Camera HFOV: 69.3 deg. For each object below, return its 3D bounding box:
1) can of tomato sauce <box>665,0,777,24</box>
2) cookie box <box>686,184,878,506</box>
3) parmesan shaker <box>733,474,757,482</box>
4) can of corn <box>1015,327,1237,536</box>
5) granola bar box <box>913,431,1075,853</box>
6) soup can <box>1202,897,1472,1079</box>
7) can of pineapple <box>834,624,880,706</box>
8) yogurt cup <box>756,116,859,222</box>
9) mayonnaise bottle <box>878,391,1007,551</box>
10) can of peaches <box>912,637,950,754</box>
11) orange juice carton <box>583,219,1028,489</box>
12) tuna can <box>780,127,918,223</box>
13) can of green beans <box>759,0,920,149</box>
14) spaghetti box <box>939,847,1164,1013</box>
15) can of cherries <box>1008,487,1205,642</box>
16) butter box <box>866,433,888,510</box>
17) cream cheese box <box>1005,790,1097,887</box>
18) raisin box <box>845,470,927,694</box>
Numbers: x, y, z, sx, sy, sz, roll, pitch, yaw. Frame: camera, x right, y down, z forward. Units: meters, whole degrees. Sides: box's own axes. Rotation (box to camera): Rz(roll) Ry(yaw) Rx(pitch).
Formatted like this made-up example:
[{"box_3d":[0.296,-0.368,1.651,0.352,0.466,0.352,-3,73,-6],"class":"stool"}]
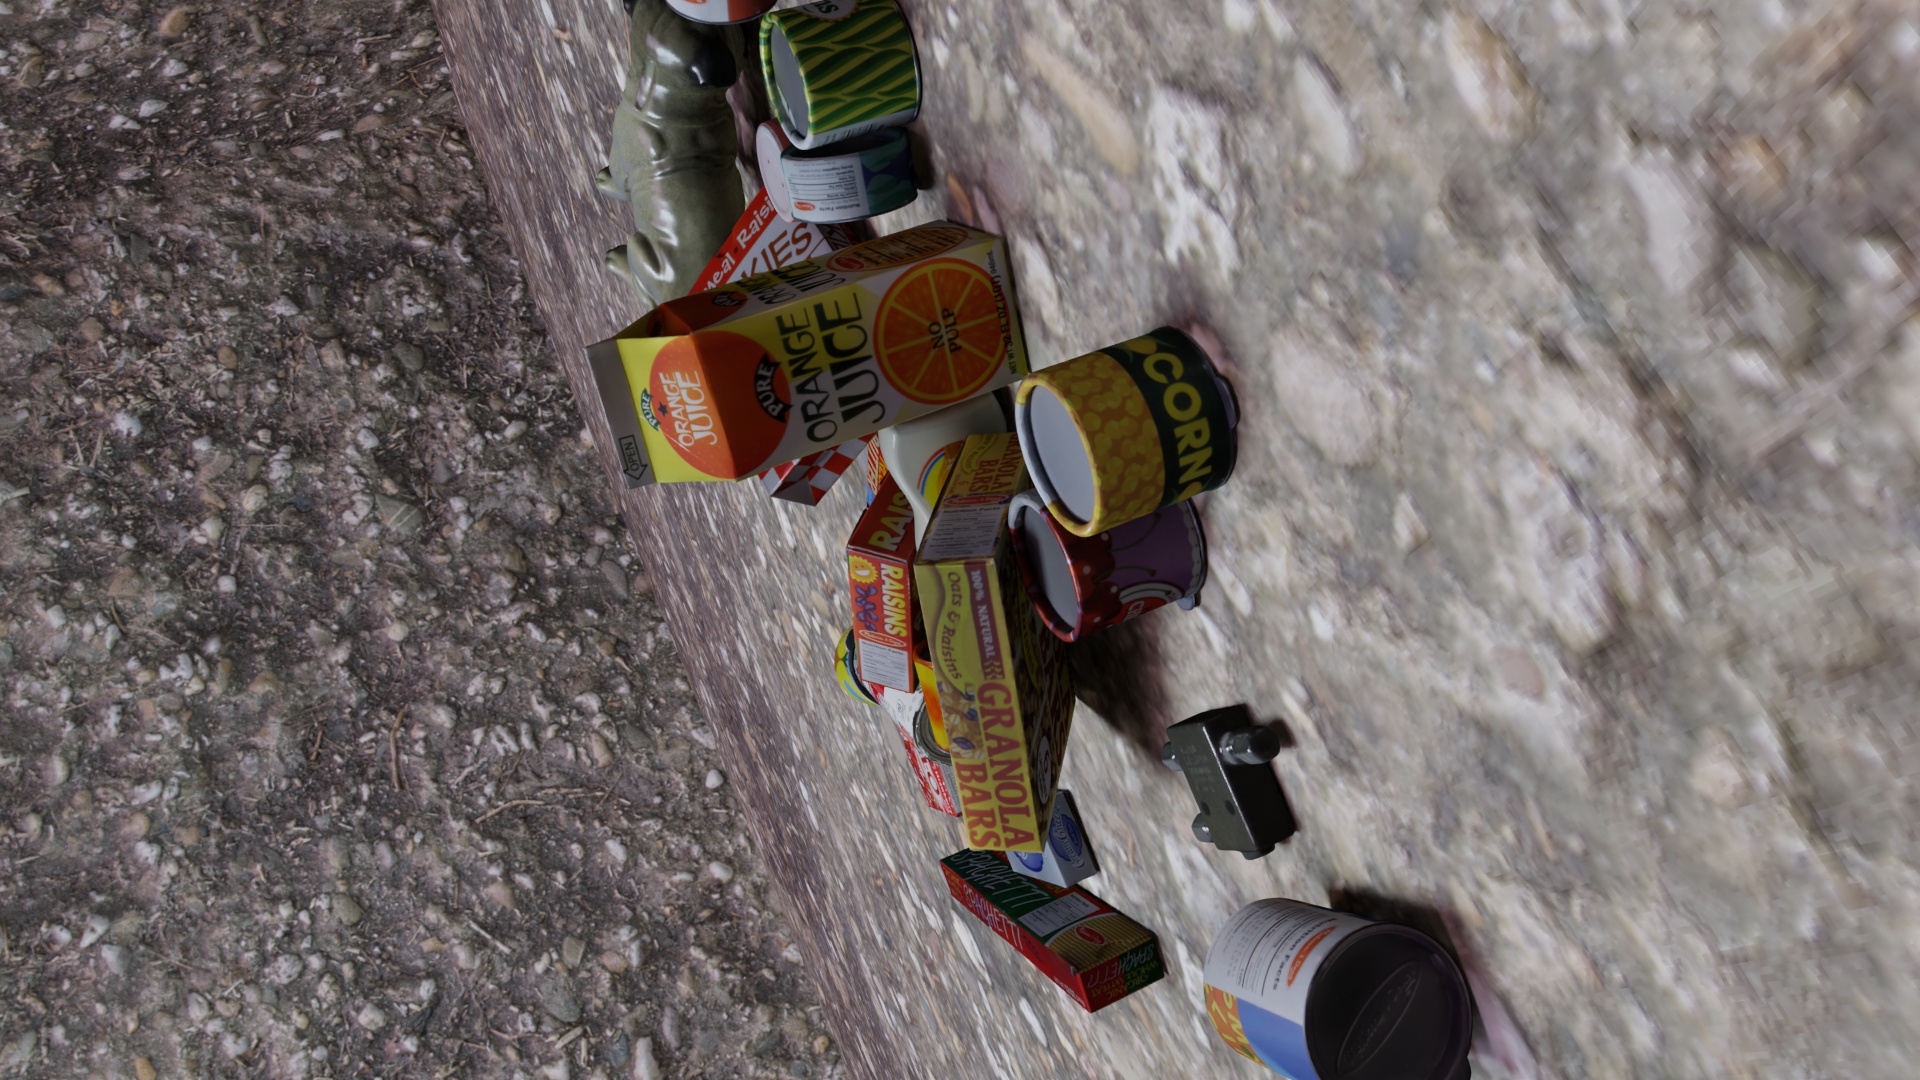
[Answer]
[{"box_3d":[-0.134,-0.342,0.768,0.071,0.071,0.082,59,159,31],"class":"can of tomato sauce"},{"box_3d":[-0.098,-0.123,0.827,0.122,0.040,0.168,-48,55,24],"class":"cookie box"},{"box_3d":[-0.112,-0.087,0.912,0.071,0.103,0.071,56,157,38],"class":"parmesan shaker"},{"box_3d":[0.062,-0.041,0.524,0.071,0.058,0.070,56,158,37],"class":"can of corn"},{"box_3d":[0.021,0.047,0.671,0.125,0.039,0.164,-69,-27,-57],"class":"granola bar box"},{"box_3d":[0.139,0.173,0.519,0.071,0.071,0.083,69,163,2],"class":"soup can"},{"box_3d":[-0.054,0.084,0.992,0.071,0.071,0.058,70,163,0],"class":"can of pineapple"},{"box_3d":[-0.077,-0.208,0.761,0.072,0.054,0.072,54,156,38],"class":"yogurt cup"},{"box_3d":[0.003,-0.009,0.734,0.041,0.065,0.147,-128,20,-58],"class":"mayonnaise bottle"},{"box_3d":[0.009,0.083,0.801,0.071,0.071,0.058,26,133,65],"class":"can of peaches"},{"box_3d":[-0.073,-0.087,0.651,0.073,0.193,0.071,38,145,60],"class":"orange juice carton"},{"box_3d":[-0.055,-0.187,0.705,0.071,0.071,0.032,42,146,56],"class":"tuna can"},{"box_3d":[-0.060,-0.230,0.677,0.071,0.058,0.071,55,157,38],"class":"can of green beans"},{"box_3d":[0.049,0.235,0.879,0.250,0.050,0.028,-175,67,-71],"class":"spaghetti box"},{"box_3d":[0.060,0.005,0.578,0.072,0.058,0.071,56,157,38],"class":"can of cherries"},{"box_3d":[-0.039,-0.032,0.889,0.053,0.024,0.103,60,160,27],"class":"butter box"},{"box_3d":[0.049,0.183,0.865,0.053,0.024,0.103,68,163,2],"class":"cream cheese box"},{"box_3d":[-0.032,0.019,0.823,0.040,0.086,0.122,16,140,14],"class":"raisin box"}]
